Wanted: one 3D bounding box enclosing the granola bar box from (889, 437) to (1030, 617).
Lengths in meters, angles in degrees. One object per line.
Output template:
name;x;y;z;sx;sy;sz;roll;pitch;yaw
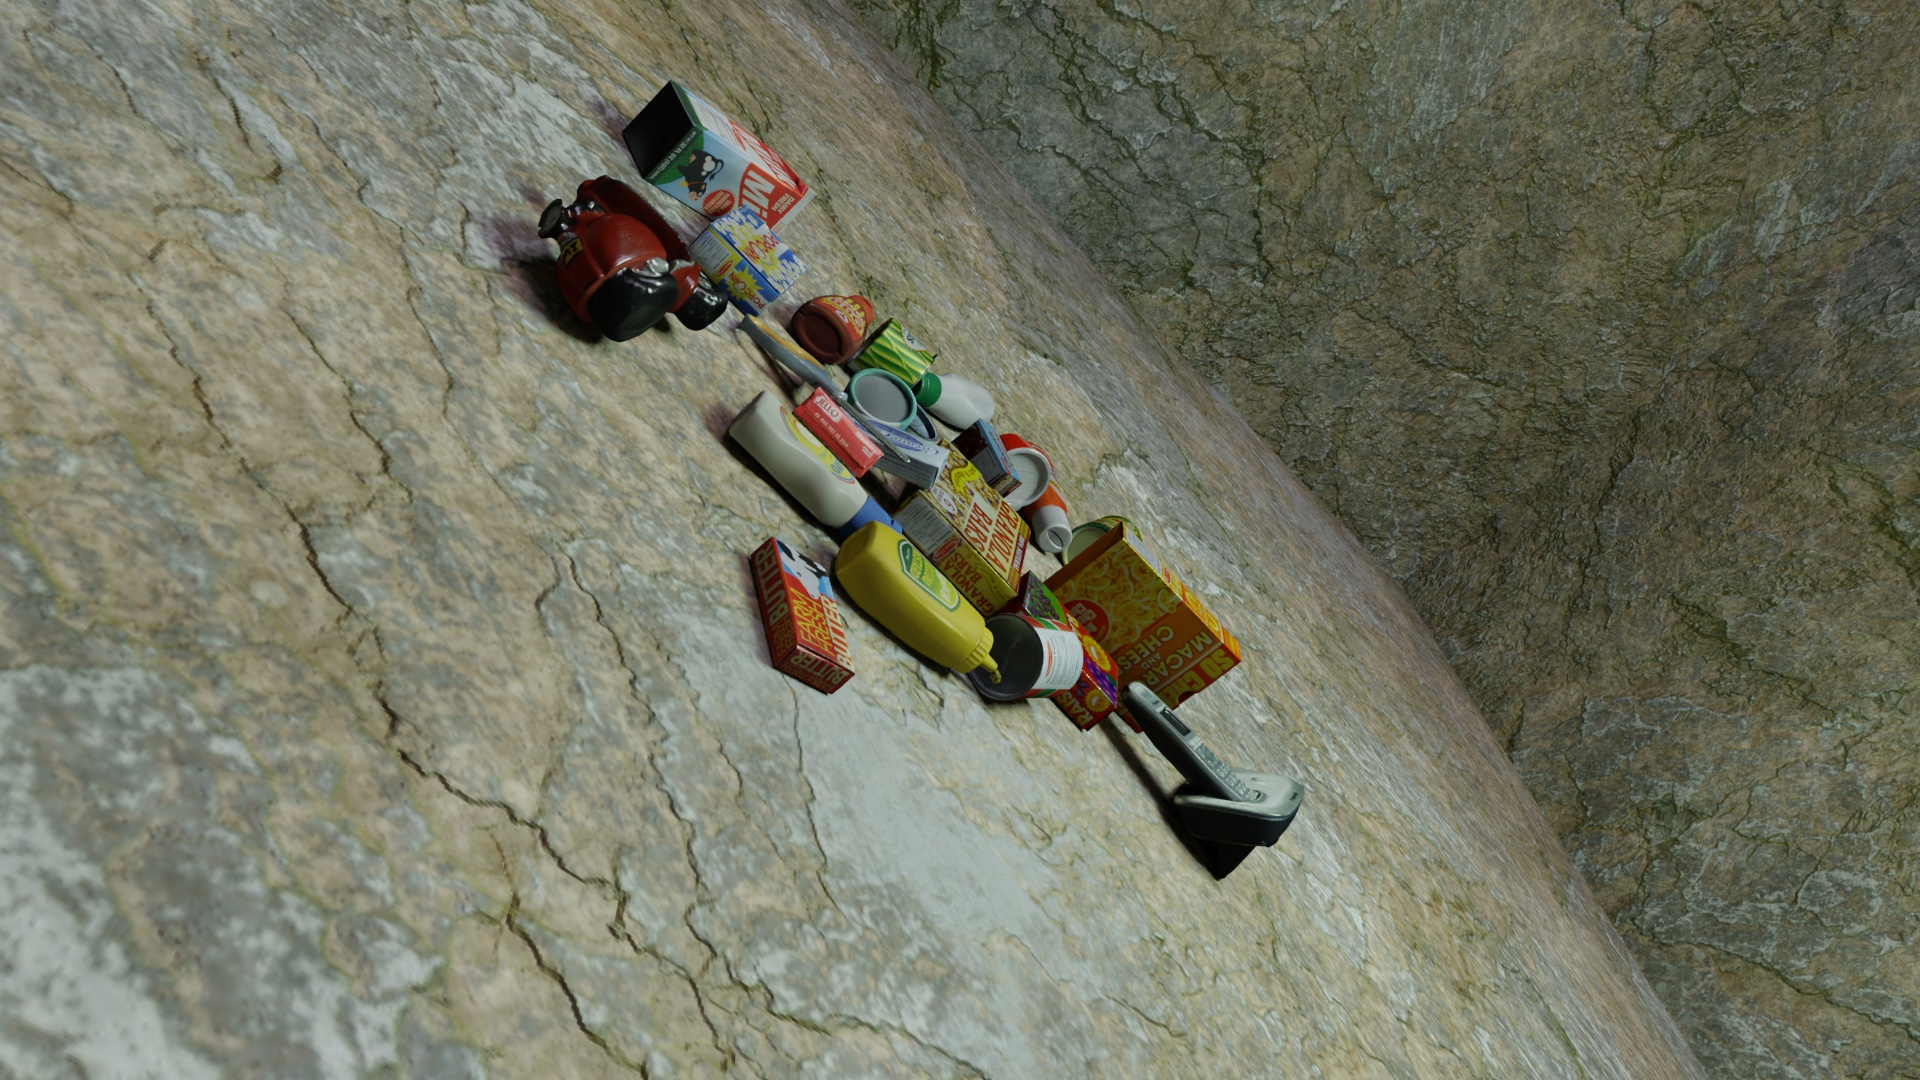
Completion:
granola bar box;0.004;-0.016;1.243;0.124;0.039;0.166;46;19;-10

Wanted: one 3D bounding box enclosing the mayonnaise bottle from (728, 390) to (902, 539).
mayonnaise bottle;-0.107;-0.047;1.042;0.148;0.041;0.065;44;13;-14

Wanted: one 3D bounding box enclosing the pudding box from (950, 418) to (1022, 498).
pudding box;0.023;-0.076;1.389;0.030;0.049;0.084;33;24;-45

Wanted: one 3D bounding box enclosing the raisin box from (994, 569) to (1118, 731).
raisin box;0.083;0.095;1.203;0.123;0.040;0.086;47;18;-10

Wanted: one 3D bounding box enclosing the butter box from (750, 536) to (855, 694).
butter box;-0.102;0.047;0.896;0.053;0.024;0.104;35;23;-39

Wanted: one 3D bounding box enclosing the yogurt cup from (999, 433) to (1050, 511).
yogurt cup;0.054;-0.076;1.441;0.072;0.072;0.054;38;13;-31

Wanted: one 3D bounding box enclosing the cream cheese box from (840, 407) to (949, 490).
cream cheese box;-0.064;-0.079;1.174;0.104;0.024;0.053;23;22;0

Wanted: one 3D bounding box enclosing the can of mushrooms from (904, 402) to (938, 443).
can of mushrooms;-0.056;-0.110;1.300;0.071;0.033;0.071;43;20;-19

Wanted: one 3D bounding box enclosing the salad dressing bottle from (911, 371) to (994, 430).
salad dressing bottle;-0.017;-0.151;1.456;0.148;0.044;0.064;11;44;-60

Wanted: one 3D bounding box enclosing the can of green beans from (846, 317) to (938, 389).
can of green beans;-0.068;-0.173;1.344;0.058;0.071;0.071;45;19;-14

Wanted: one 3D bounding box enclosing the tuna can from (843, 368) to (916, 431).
tuna can;-0.074;-0.120;1.232;0.071;0.032;0.071;17;50;-21

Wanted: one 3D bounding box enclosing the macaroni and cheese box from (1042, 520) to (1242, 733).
macaroni and cheese box;0.155;0.082;1.263;0.166;0.123;0.040;45;21;-15

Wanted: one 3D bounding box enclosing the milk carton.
milk carton;-0.221;-0.349;1.329;0.190;0.072;0.074;23;32;-52

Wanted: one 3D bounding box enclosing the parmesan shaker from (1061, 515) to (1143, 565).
parmesan shaker;0.156;0.011;1.494;0.071;0.071;0.103;52;18;8

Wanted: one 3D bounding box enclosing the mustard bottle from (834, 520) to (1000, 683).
mustard bottle;-0.022;0.053;1.029;0.160;0.048;0.065;42;23;-22

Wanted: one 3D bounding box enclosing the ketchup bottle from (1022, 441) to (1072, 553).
ketchup bottle;0.087;-0.043;1.481;0.064;0.043;0.149;49;17;-33

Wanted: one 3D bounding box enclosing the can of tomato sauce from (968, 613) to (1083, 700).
can of tomato sauce;0.050;0.092;1.097;0.071;0.071;0.083;57;19;20

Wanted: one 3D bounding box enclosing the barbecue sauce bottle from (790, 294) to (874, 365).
barbecue sauce bottle;-0.117;-0.210;1.339;0.065;0.043;0.149;46;18;-6

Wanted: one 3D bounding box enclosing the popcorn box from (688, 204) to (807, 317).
popcorn box;-0.192;-0.254;1.261;0.085;0.038;0.127;45;19;-11
